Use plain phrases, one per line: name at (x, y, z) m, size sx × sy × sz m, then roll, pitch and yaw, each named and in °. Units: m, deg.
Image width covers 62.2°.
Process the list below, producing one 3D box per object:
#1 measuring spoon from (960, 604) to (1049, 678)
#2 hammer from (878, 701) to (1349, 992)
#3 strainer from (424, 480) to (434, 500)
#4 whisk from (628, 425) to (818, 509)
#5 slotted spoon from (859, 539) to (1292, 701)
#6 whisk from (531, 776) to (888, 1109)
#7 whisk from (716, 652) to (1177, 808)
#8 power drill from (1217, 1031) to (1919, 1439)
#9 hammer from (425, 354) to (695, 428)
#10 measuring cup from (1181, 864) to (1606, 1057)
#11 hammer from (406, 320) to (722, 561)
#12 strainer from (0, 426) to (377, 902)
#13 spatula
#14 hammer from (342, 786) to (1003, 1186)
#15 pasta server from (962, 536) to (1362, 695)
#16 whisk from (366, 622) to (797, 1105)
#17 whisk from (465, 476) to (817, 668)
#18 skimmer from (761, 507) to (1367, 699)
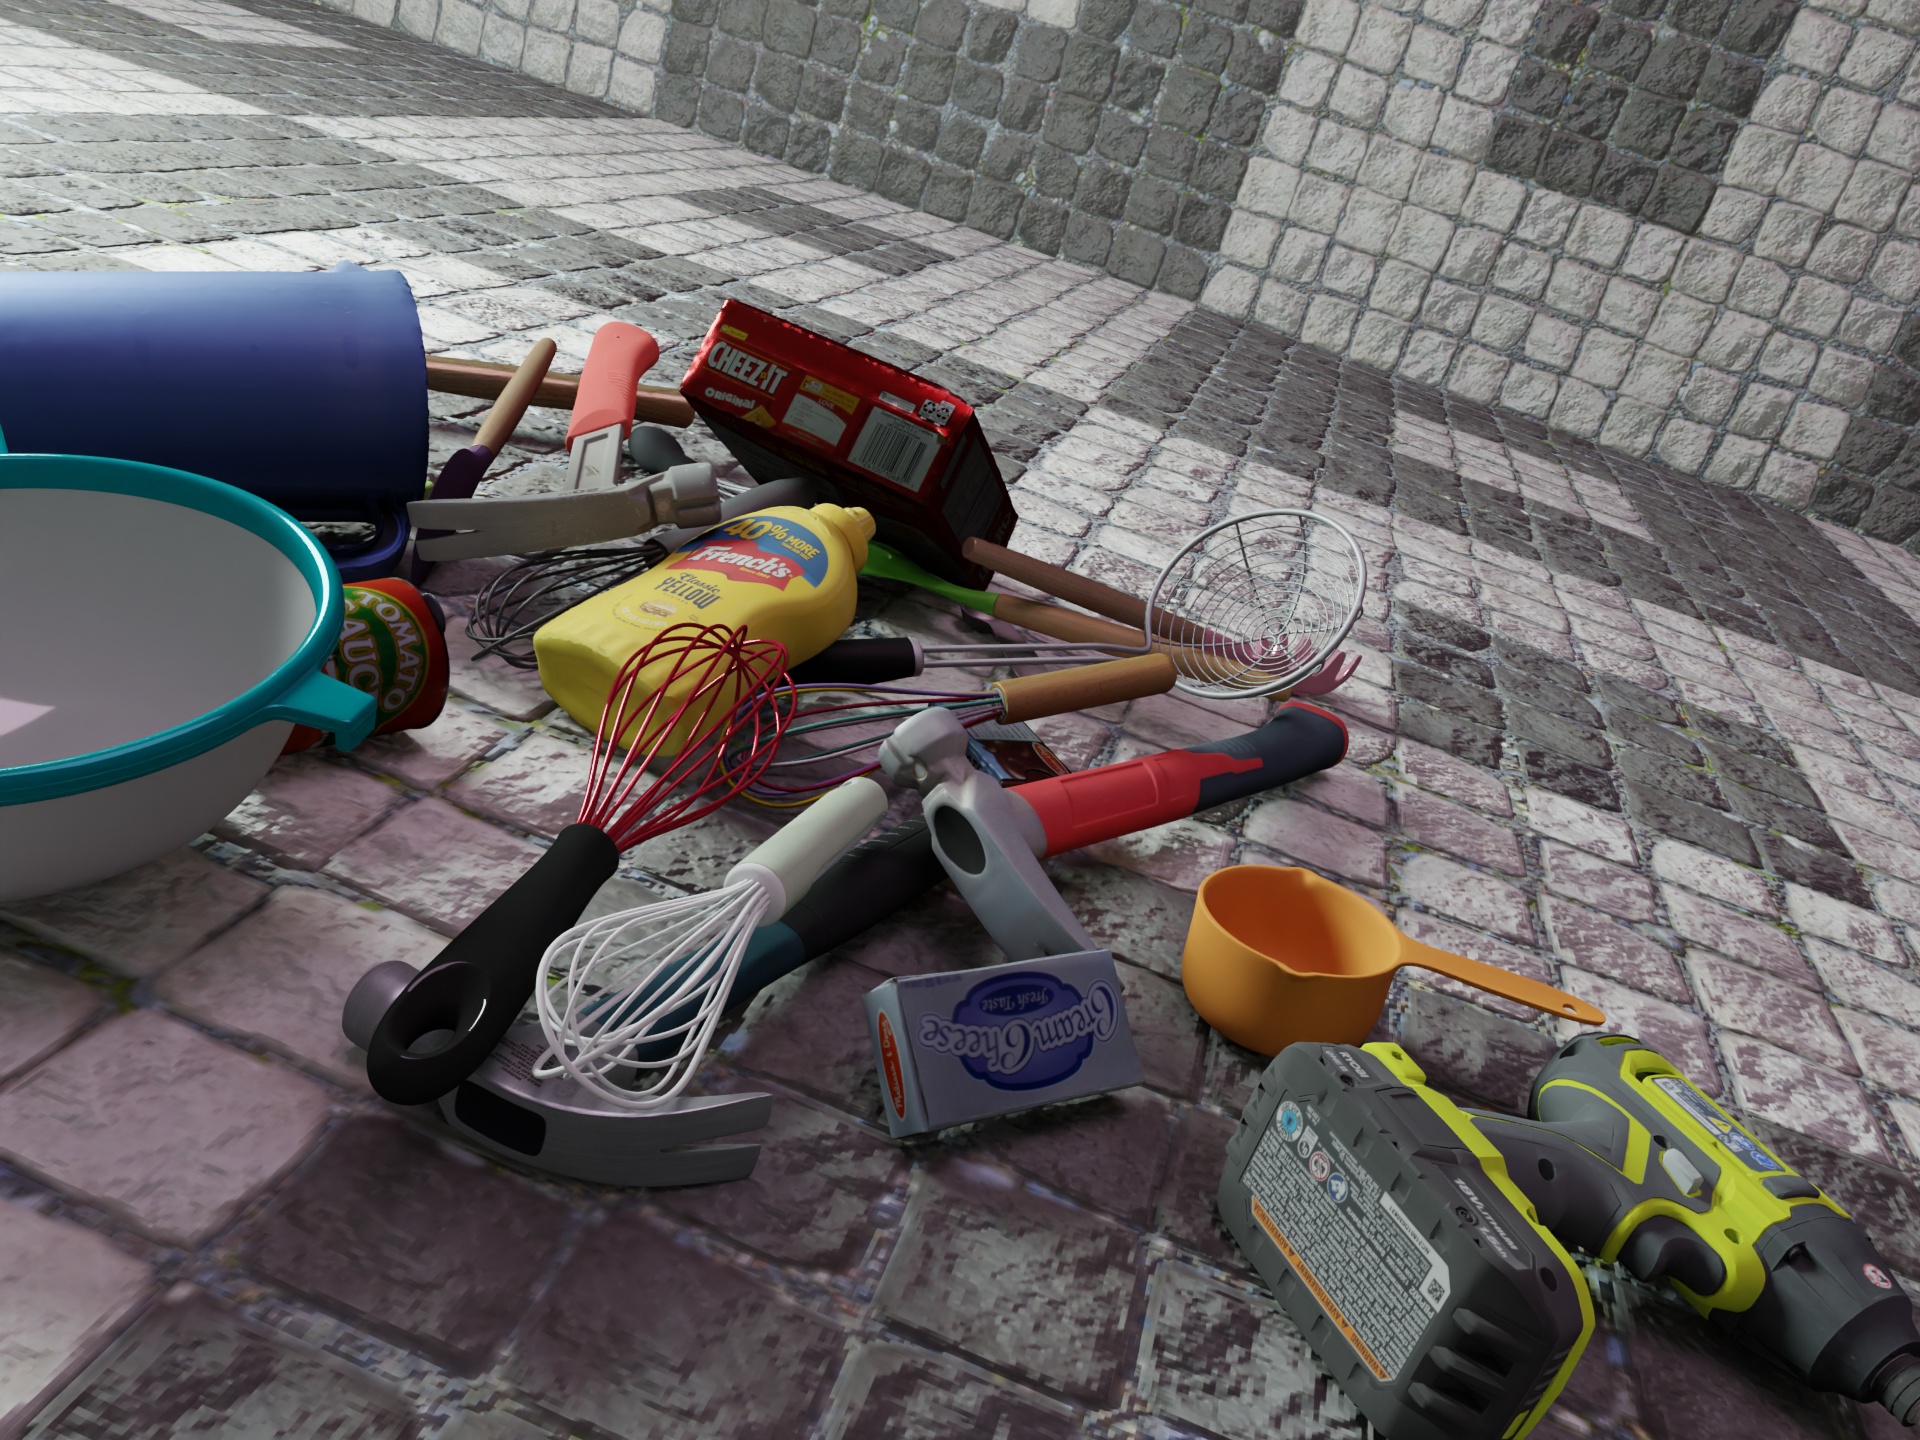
measuring spoon at (0.032, -0.039, 0.972) m, size 0.034 × 0.018 × 0.124 m, roll -7°, pitch 39°, yaw -20°
hammer at (0.118, 0.044, 0.796) m, size 0.386 × 0.038 × 0.143 m, roll -9°, pitch 58°, yaw -55°
strainer at (-0.418, -0.184, 0.896) m, size 0.256 × 0.069 × 0.151 m, roll 16°, pitch 24°, yaw 0°
whisk at (-0.153, -0.140, 1.008) m, size 0.070 × 0.070 × 0.285 m, roll 0°, pitch 25°, yaw -35°
slotted spoon at (0.047, -0.063, 0.958) m, size 0.314 × 0.031 × 0.070 m, roll 18°, pitch 13°, yaw 17°
whisk at (-0.075, 0.065, 0.558) m, size 0.059 × 0.058 × 0.246 m, roll 53°, pitch 23°, yaw -2°
whisk at (-0.001, 0.000, 0.770) m, size 0.245 × 0.051 × 0.047 m, roll -11°, pitch 60°, yaw -25°
power drill at (0.219, 0.179, 0.554) m, size 0.223 × 0.080 × 0.171 m, roll 7°, pitch 25°, yaw -30°
hammer at (-0.339, -0.229, 1.057) m, size 0.331 × 0.031 × 0.130 m, roll 3°, pitch 17°, yaw -26°
measuring cup at (0.178, 0.117, 0.673) m, size 0.173 × 0.052 × 0.095 m, roll 17°, pitch 24°, yaw 6°
hammer at (-0.218, -0.174, 0.927) m, size 0.149 × 0.036 × 0.359 m, roll -7°, pitch 27°, yaw -6°
strainer at (-0.352, -0.038, 0.580) m, size 0.211 × 0.095 × 0.341 m, roll -11°, pitch 38°, yaw -31°
spatula at (-0.275, -0.167, 0.931) m, size 0.018 × 0.059 × 0.316 m, roll 13°, pitch 31°, yaw -8°
hammer at (-0.065, 0.080, 0.619) m, size 0.128 × 0.033 × 0.331 m, roll 27°, pitch 25°, yaw 21°
pasta server at (0.133, -0.067, 1.001) m, size 0.316 × 0.040 × 0.060 m, roll 17°, pitch 6°, yaw -33°
whisk at (-0.126, 0.037, 0.569) m, size 0.073 × 0.073 × 0.296 m, roll 20°, pitch 30°, yaw 4°
whisk at (-0.158, -0.083, 0.833) m, size 0.055 × 0.055 × 0.239 m, roll 30°, pitch 41°, yaw 25°
skimmer at (0.038, -0.058, 0.846) m, size 0.363 × 0.090 × 0.127 m, roll -3°, pitch 46°, yaw -18°
